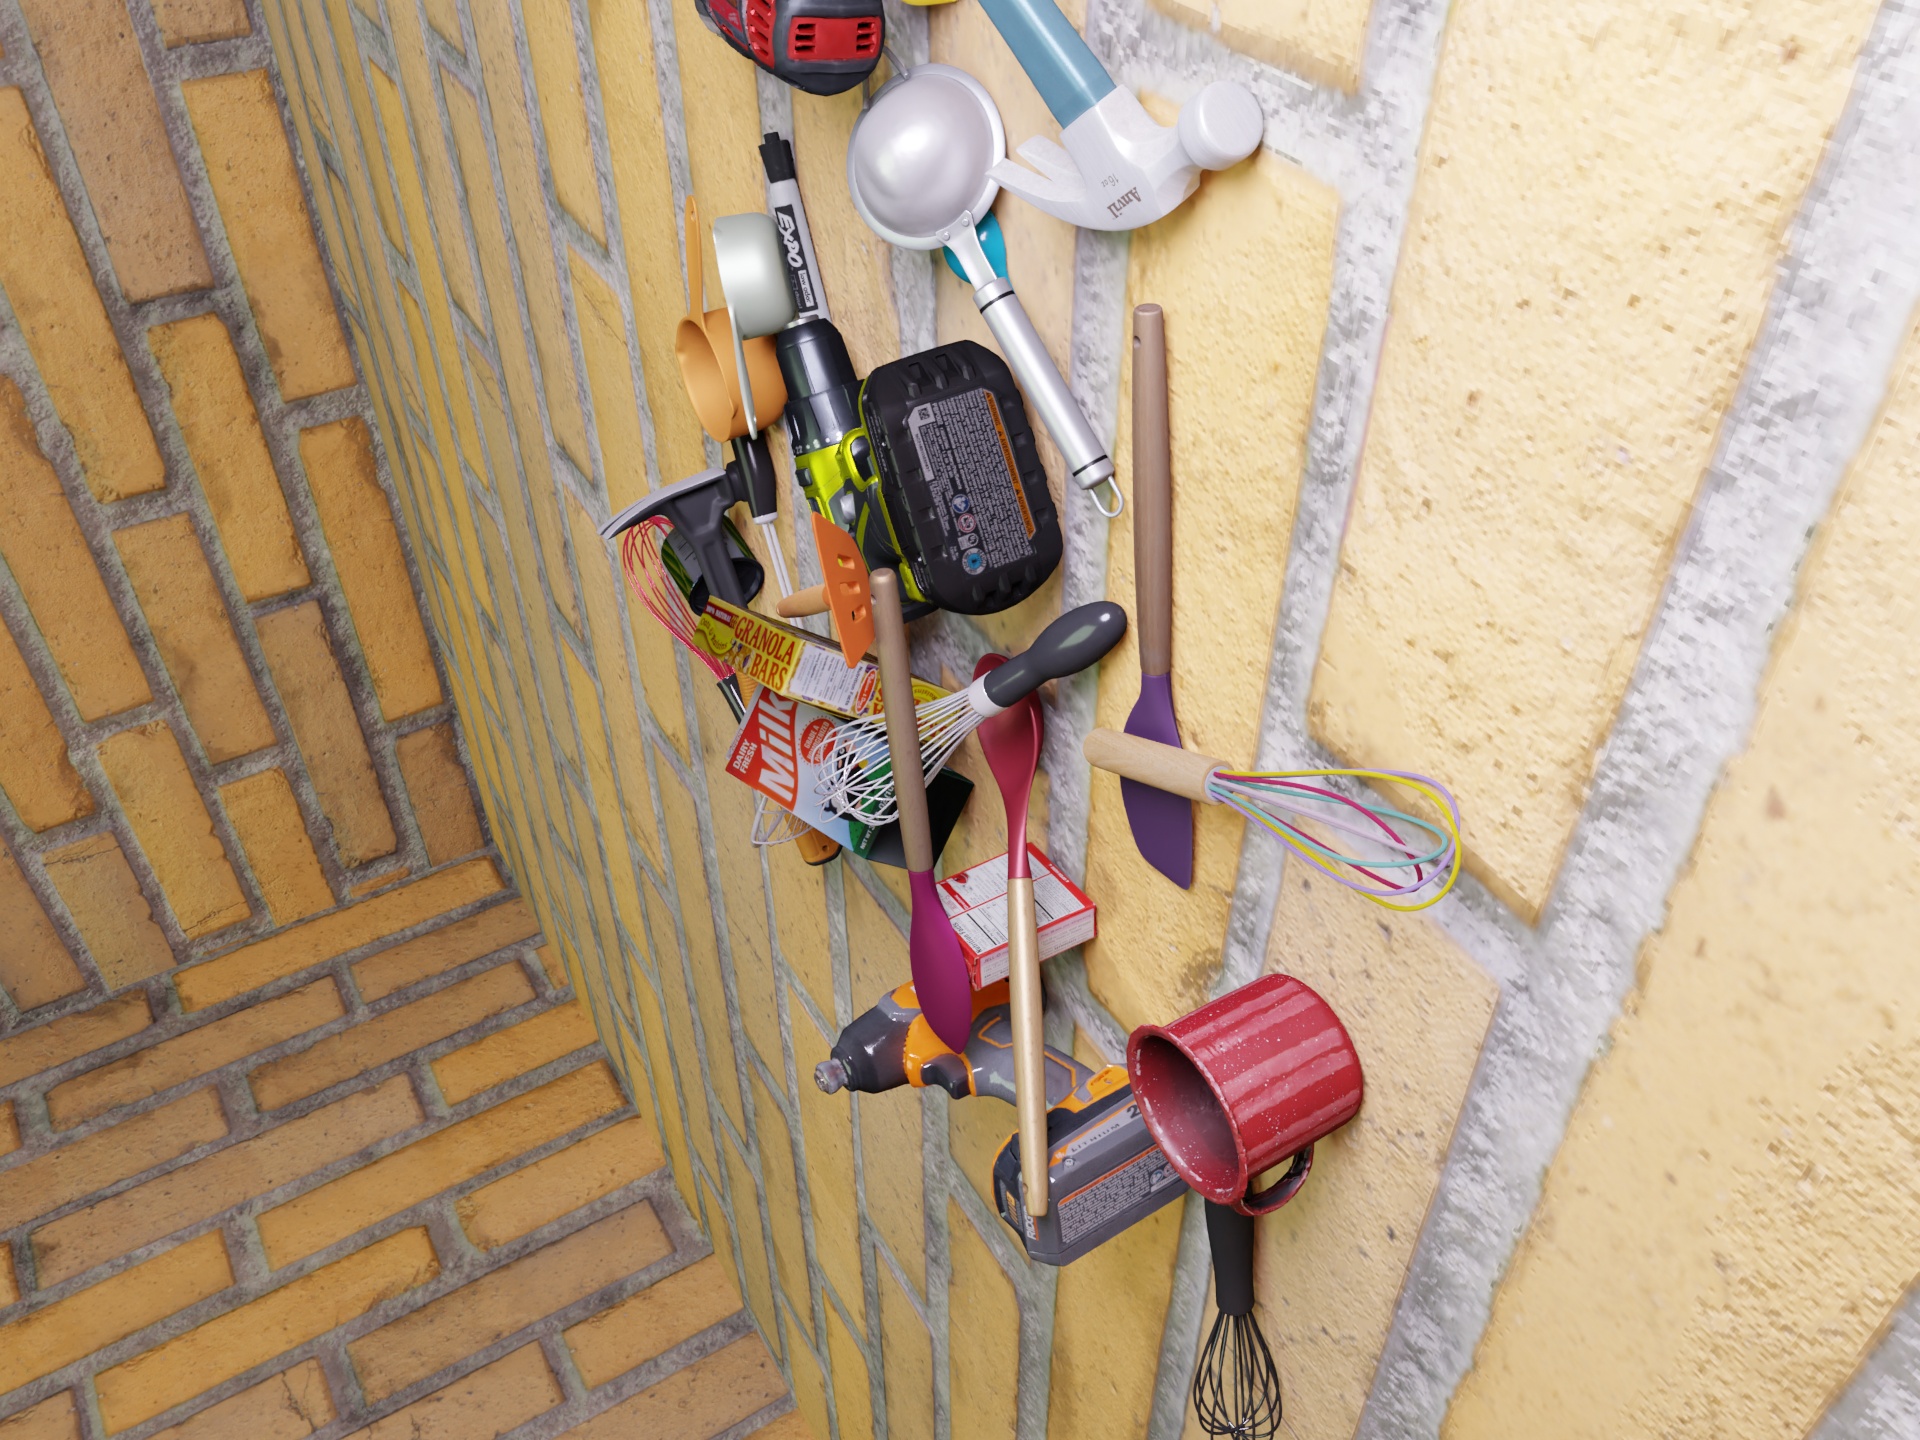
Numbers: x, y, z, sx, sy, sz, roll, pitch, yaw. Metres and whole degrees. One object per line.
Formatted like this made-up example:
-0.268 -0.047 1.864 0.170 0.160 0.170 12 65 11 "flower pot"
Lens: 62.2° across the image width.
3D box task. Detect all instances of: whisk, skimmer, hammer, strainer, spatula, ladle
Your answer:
-0.212 -0.054 1.389 0.296 0.073 0.073 61 157 1 "whisk"
-0.156 -0.085 1.189 0.127 0.090 0.363 -48 -56 -73 "skimmer"
-0.017 -0.332 0.609 0.331 0.033 0.128 52 158 -12 "hammer"
-0.168 -0.029 1.253 0.034 0.127 0.336 28 141 59 "hammer"
0.012 -0.211 0.759 0.087 0.050 0.258 -29 92 28 "strainer"
0.092 -0.048 0.769 0.060 0.018 0.315 39 144 45 "spatula"
0.158 0.341 0.932 0.055 0.055 0.238 31 134 55 "whisk"
0.035 0.116 0.899 0.069 0.031 0.315 151 119 -62 "ladle"
0.129 0.036 0.716 0.245 0.051 0.047 18 133 58 "whisk"
-0.088 -0.072 0.945 0.323 0.041 0.081 -175 71 -75 "spatula"
-0.001 -0.004 0.899 0.284 0.070 0.070 -32 80 47 "whisk"

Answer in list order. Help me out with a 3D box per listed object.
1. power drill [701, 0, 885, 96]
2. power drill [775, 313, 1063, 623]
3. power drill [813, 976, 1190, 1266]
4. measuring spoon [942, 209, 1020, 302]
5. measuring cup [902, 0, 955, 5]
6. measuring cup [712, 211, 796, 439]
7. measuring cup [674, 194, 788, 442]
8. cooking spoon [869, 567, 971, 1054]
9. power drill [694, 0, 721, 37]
-0.088 -0.421 0.721 0.188 0.080 0.226 52 145 42 "power drill"
-0.038 -0.143 0.892 0.229 0.080 0.190 14 124 68 "power drill"
0.021 0.232 0.989 0.227 0.164 0.084 34 139 50 "power drill"
0.020 -0.196 0.791 0.128 0.021 0.042 67 157 4 "measuring spoon"
-0.020 -0.394 0.695 0.062 0.029 0.156 47 151 40 "measuring cup"
-0.119 -0.240 0.971 0.083 0.038 0.168 74 -174 -60 "measuring cup"
-0.154 -0.273 1.071 0.095 0.052 0.173 47 147 40 "measuring cup"
-0.026 0.061 0.900 0.069 0.017 0.318 35 139 49 "cooking spoon"
-0.177 -0.498 0.893 0.226 0.084 0.185 40 146 41 "power drill"
